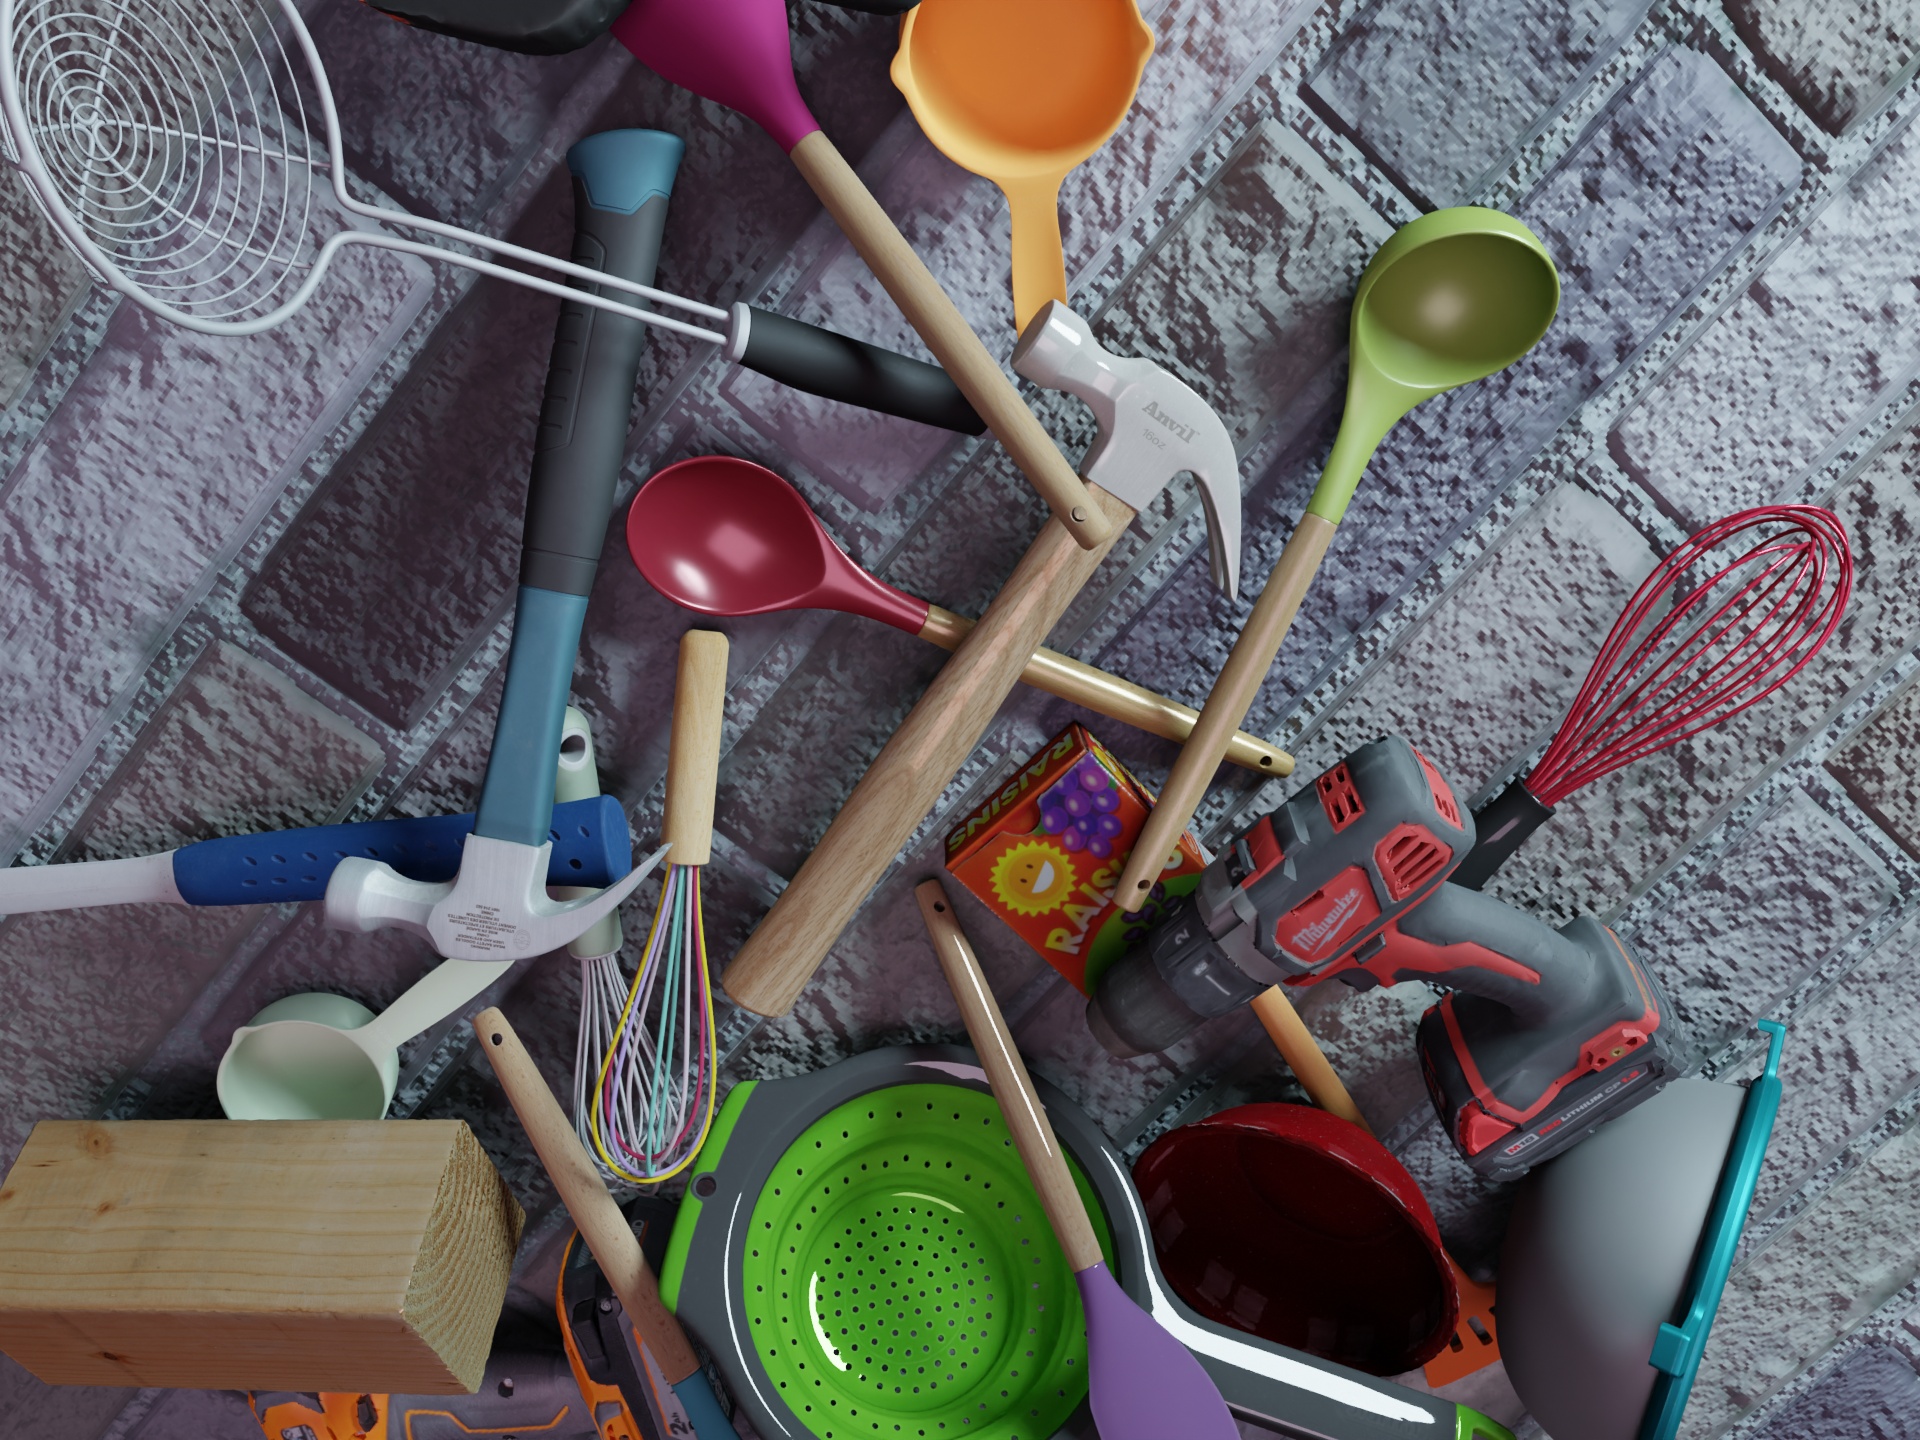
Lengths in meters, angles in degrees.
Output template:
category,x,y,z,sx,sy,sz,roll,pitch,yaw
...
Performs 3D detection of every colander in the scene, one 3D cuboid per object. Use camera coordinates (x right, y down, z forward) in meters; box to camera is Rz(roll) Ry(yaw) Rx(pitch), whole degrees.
category,x,y,z,sx,sy,sz,roll,pitch,yaw
colander,0.058,0.290,0.745,0.397,0.205,0.094,19,150,-1

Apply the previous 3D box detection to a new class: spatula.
category,x,y,z,sx,sy,sz,roll,pitch,yaw
spatula,0.209,0.224,0.805,0.081,0.041,0.322,-31,105,8
spatula,0.048,0.215,0.703,0.059,0.018,0.316,-19,75,-22
spatula,-0.138,0.270,0.716,0.082,0.044,0.317,-29,86,-10

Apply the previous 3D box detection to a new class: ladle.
category,x,y,z,sx,sy,sz,roll,pitch,yaw
ladle,0.008,-0.035,0.690,0.315,0.031,0.069,22,109,-13
ladle,0.142,-0.056,0.654,0.078,0.062,0.320,21,102,-21

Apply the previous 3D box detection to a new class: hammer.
category,x,y,z,sx,sy,sz,roll,pitch,yaw
hammer,-0.001,-0.002,0.674,0.130,0.031,0.331,30,108,-17
hammer,-0.346,0.063,0.685,0.405,0.035,0.144,-5,111,4
hammer,-0.159,-0.065,0.624,0.128,0.033,0.331,12,96,0

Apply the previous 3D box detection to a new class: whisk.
category,x,y,z,sx,sy,sz,roll,pitch,yaw
whisk,-0.166,0.111,0.729,0.058,0.059,0.246,-18,112,-36
whisk,0.272,0.019,0.712,0.073,0.073,0.295,34,112,-15
whisk,-0.126,0.083,0.691,0.047,0.051,0.245,7,93,9

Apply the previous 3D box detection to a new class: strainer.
category,x,y,z,sx,sy,sz,roll,pitch,yaw
strainer,0.316,0.301,0.796,0.095,0.211,0.340,19,137,27

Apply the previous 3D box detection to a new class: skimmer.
category,x,y,z,sx,sy,sz,roll,pitch,yaw
skimmer,-0.121,-0.159,0.543,0.363,0.090,0.127,11,77,-30

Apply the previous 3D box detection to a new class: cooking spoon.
category,x,y,z,sx,sy,sz,roll,pitch,yaw
cooking spoon,-0.042,-0.194,0.592,0.069,0.017,0.319,-36,94,11

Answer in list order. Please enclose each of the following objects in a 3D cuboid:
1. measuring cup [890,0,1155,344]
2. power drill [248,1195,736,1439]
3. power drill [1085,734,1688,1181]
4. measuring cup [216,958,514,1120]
category,x,y,z,sx,sy,sz,roll,pitch,yaw
measuring cup,0.025,-0.217,0.613,0.095,0.052,0.173,-7,127,0
power drill,-0.240,0.310,0.782,0.226,0.084,0.164,-15,109,6
power drill,0.185,0.120,0.702,0.226,0.080,0.188,33,118,-27
measuring cup,-0.265,0.137,0.736,0.167,0.038,0.083,-35,109,8
